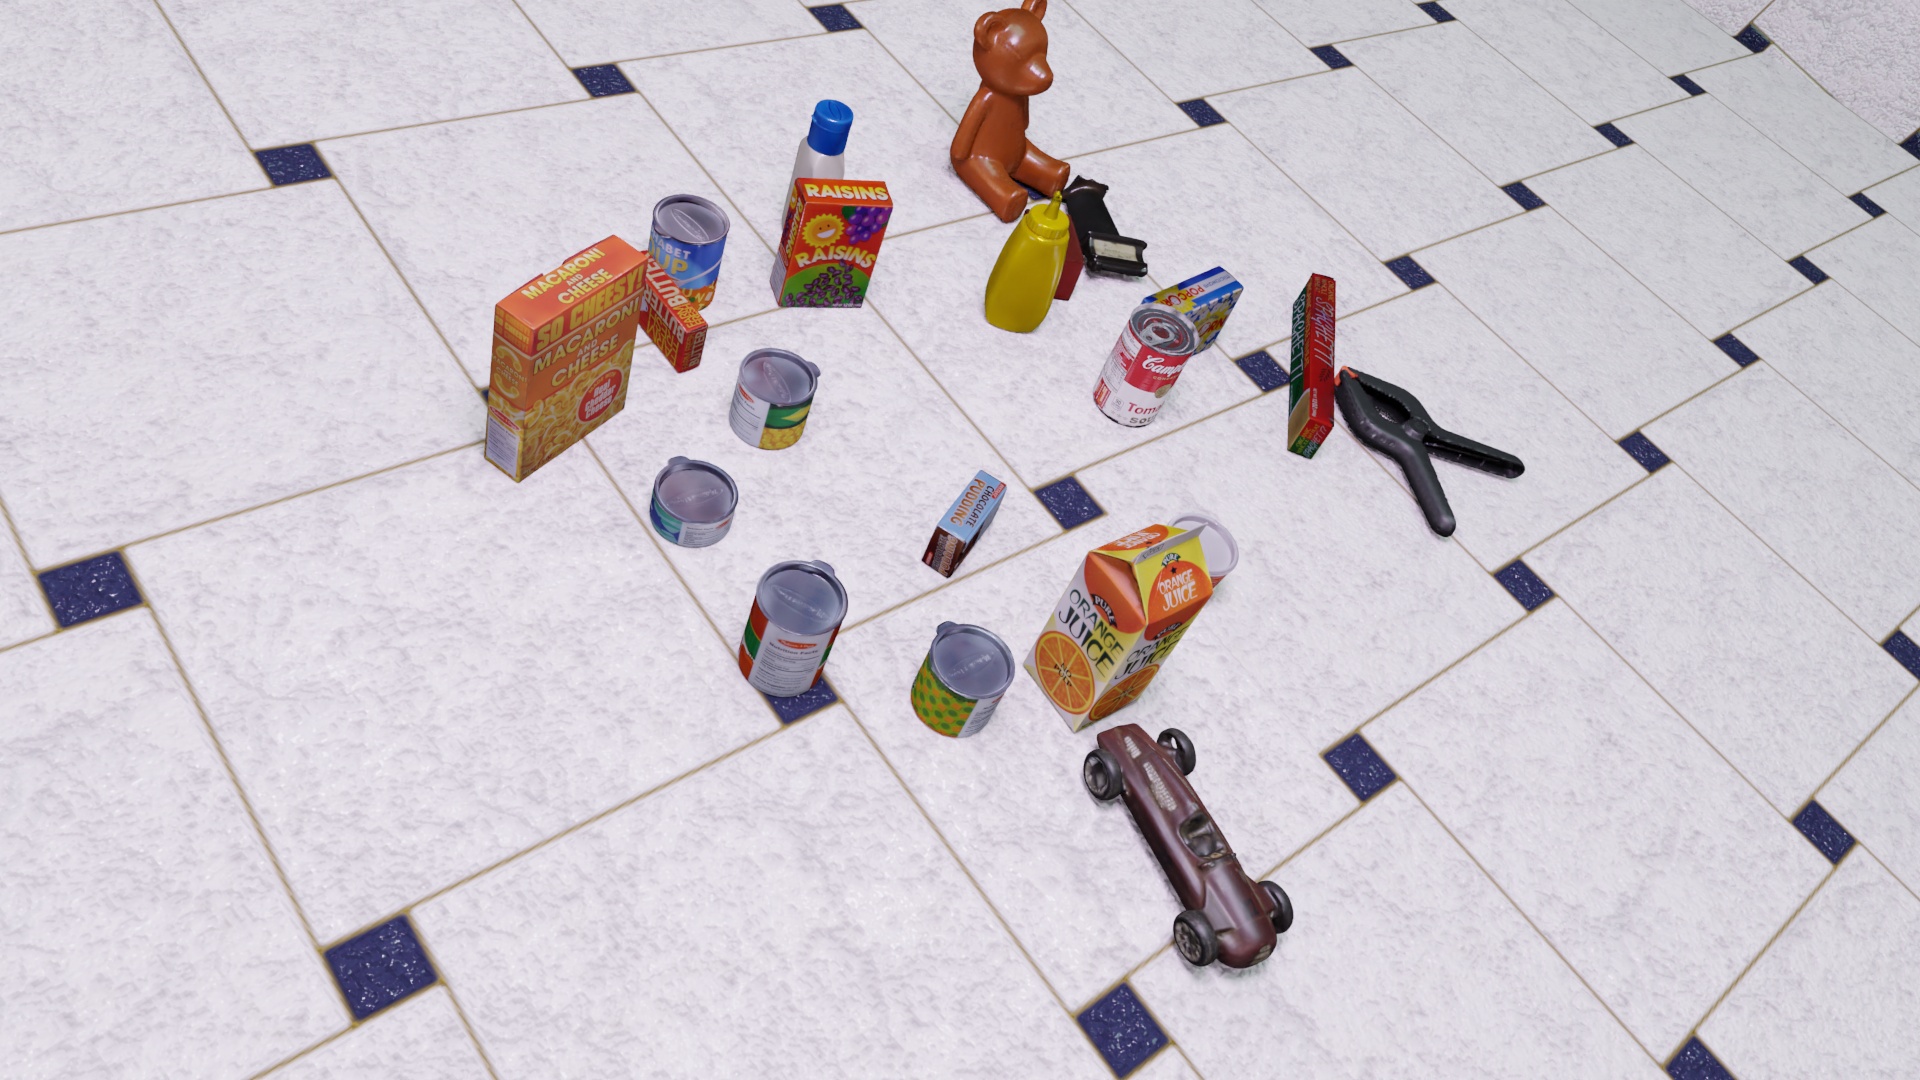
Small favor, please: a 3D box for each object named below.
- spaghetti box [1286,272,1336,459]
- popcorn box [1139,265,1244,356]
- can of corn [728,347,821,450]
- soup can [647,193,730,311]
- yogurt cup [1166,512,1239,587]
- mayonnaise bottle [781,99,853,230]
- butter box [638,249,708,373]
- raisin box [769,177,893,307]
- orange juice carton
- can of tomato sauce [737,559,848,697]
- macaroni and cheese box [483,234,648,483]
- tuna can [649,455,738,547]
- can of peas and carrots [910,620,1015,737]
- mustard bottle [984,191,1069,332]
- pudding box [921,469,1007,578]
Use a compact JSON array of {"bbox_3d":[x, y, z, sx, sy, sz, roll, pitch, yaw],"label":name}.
[{"bbox_3d":[0.365,-0.187,1.442,0.029,0.049,0.251,20,47,-5],"label":"spaghetti box"},{"bbox_3d":[0.218,-0.216,1.384,0.127,0.084,0.038,-28,66,-37],"label":"popcorn box"},{"bbox_3d":[-0.157,-0.119,1.172,0.071,0.058,0.071,11,48,-13],"label":"can of corn"},{"bbox_3d":[-0.247,-0.253,1.233,0.071,0.083,0.072,11,48,-13],"label":"soup can"},{"bbox_3d":[0.199,0.018,1.199,0.072,0.053,0.073,11,48,-13],"label":"yogurt cup"},{"bbox_3d":[-0.134,-0.344,1.311,0.041,0.147,0.065,-6,54,-26],"label":"mayonnaise bottle"},{"bbox_3d":[-0.258,-0.198,1.203,0.024,0.052,0.104,-25,64,-36],"label":"butter box"},{"bbox_3d":[-0.119,-0.272,1.273,0.086,0.122,0.040,-3,53,-24],"label":"raisin box"},{"bbox_3d":[0.123,0.056,1.042,0.072,0.191,0.073,-20,61,-34],"label":"orange juice carton"},{"bbox_3d":[-0.123,0.064,1.013,0.071,0.082,0.071,11,48,-13],"label":"can of tomato sauce"},{"bbox_3d":[-0.302,-0.138,1.057,0.040,0.165,0.124,35,48,9],"label":"macaroni and cheese box"},{"bbox_3d":[-0.211,-0.031,1.093,0.071,0.032,0.071,11,48,-13],"label":"tuna can"},{"bbox_3d":[-0.001,0.104,1.043,0.071,0.058,0.071,11,48,-13],"label":"can of peas and carrots"},{"bbox_3d":[0.070,-0.269,1.320,0.065,0.159,0.049,12,48,-12],"label":"mustard bottle"},{"bbox_3d":[0.004,-0.014,1.152,0.030,0.049,0.084,31,47,6],"label":"pudding box"}]
